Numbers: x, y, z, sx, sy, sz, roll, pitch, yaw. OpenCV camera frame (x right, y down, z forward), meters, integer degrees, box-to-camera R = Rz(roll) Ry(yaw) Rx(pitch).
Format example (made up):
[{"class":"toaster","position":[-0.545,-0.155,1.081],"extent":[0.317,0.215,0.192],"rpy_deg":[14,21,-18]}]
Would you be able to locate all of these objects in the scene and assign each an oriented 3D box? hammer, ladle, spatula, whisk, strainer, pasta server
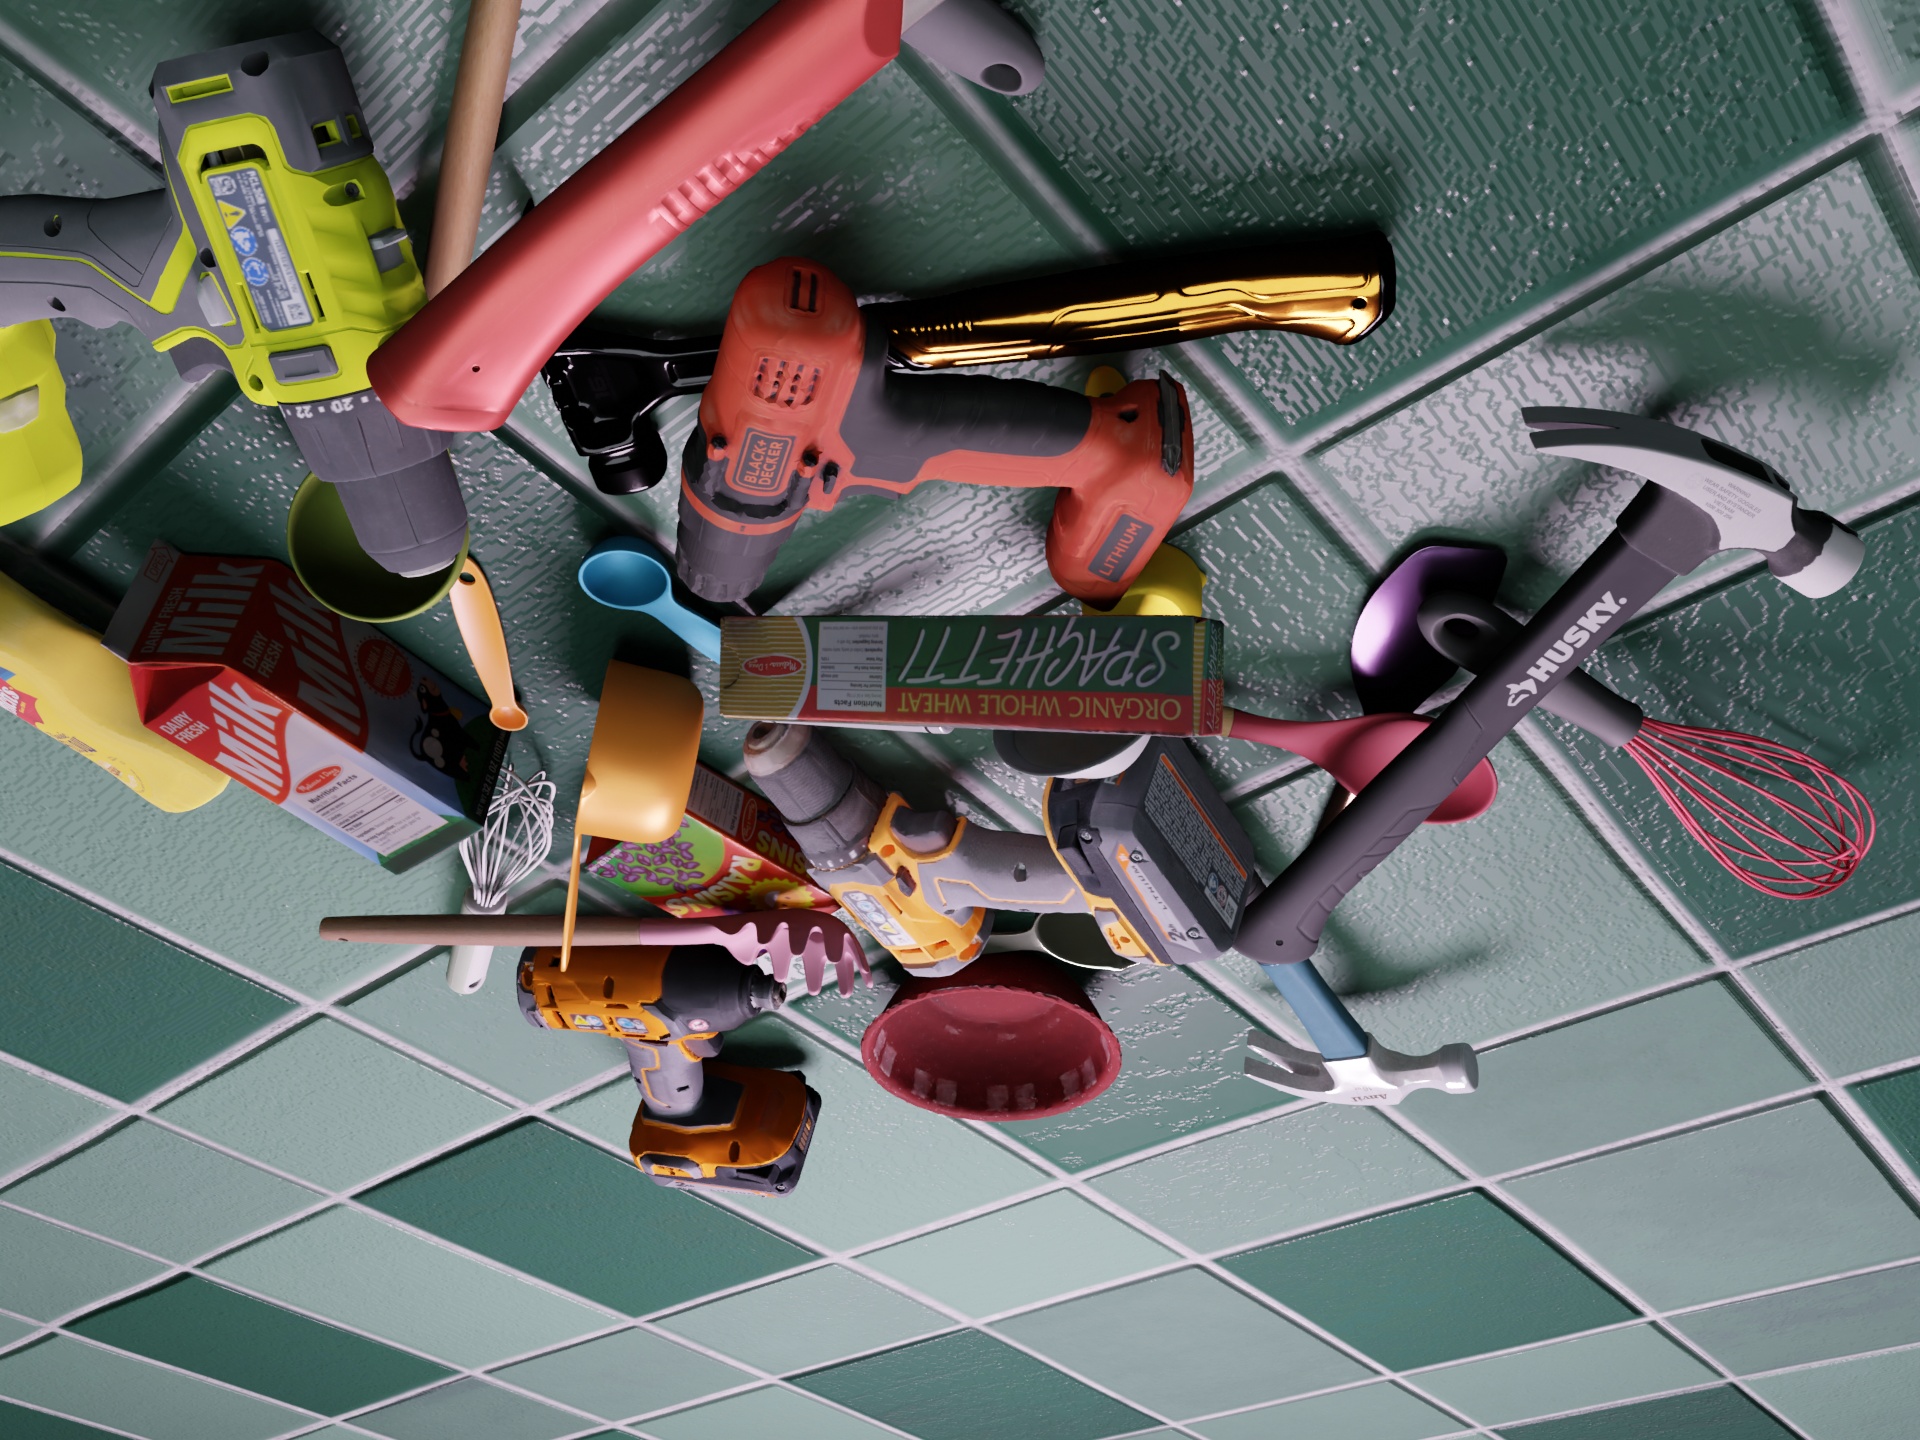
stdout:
[{"class":"hammer","position":[-0.055,-0.214,0.495],"extent":[0.359,0.037,0.149],"rpy_deg":[-34,131,15]},{"class":"ladle","position":[0.107,-0.002,0.782],"extent":[0.315,0.031,0.069],"rpy_deg":[11,135,0]},{"class":"spatula","position":[0.207,0.028,0.830],"extent":[0.059,0.018,0.315],"rpy_deg":[3,137,-4]},{"class":"whisk","position":[-0.067,-0.267,0.498],"extent":[0.238,0.055,0.055],"rpy_deg":[24,134,-28]},{"class":"hammer","position":[0.225,0.004,0.727],"extent":[0.146,0.035,0.334],"rpy_deg":[27,126,-12]},{"class":"hammer","position":[-0.003,-0.159,0.621],"extent":[0.337,0.034,0.127],"rpy_deg":[-5,139,9]},{"class":"whisk","position":[0.334,0.010,0.769],"extent":[0.295,0.073,0.073],"rpy_deg":[27,133,-19]},{"class":"whisk","position":[-0.274,0.100,0.923],"extent":[0.059,0.058,0.246],"rpy_deg":[42,140,9]},{"class":"ladle","position":[-0.207,-0.162,0.616],"extent":[0.078,0.062,0.320],"rpy_deg":[28,132,-3]},{"class":"strainer","position":[-0.001,-0.002,0.744],"extent":[0.258,0.087,0.050],"rpy_deg":[4,134,29]},{"class":"pasta server","position":[-0.205,0.124,0.888],"extent":[0.316,0.040,0.060],"rpy_deg":[0,150,4]},{"class":"hammer","position":[0.175,0.122,0.901],"extent":[0.128,0.033,0.330],"rpy_deg":[-15,129,31]}]

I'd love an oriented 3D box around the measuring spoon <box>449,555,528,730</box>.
[{"class":"measuring spoon","position":[-0.235,-0.039,0.792],"extent":[0.021,0.011,0.116],"rpy_deg":[-1,135,1]}]

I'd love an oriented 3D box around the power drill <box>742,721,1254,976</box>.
[{"class":"power drill","position":[0.010,0.055,0.807],"extent":[0.226,0.084,0.185],"rpy_deg":[-9,132,37]}]

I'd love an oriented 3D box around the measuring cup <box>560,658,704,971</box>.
[{"class":"measuring cup","position":[-0.167,0.055,0.804],"extent":[0.052,0.095,0.173],"rpy_deg":[10,111,-11]}]

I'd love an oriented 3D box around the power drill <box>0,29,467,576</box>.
[{"class":"power drill","position":[-0.302,-0.136,0.595],"extent":[0.228,0.080,0.190],"rpy_deg":[-5,117,14]}]

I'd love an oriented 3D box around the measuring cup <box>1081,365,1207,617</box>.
[{"class":"measuring cup","position":[0.074,-0.086,0.701],"extent":[0.062,0.029,0.156],"rpy_deg":[-6,138,11]}]

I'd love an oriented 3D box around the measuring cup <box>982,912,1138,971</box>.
[{"class":"measuring cup","position":[0.039,0.113,0.926],"extent":[0.167,0.038,0.083],"rpy_deg":[-8,138,21]}]

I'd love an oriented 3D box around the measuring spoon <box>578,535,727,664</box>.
[{"class":"measuring spoon","position":[-0.130,-0.053,0.766],"extent":[0.042,0.021,0.128],"rpy_deg":[-24,141,27]}]

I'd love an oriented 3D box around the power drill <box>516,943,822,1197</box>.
[{"class":"power drill","position":[-0.163,0.215,1.007],"extent":[0.164,0.084,0.226],"rpy_deg":[0,136,18]}]
